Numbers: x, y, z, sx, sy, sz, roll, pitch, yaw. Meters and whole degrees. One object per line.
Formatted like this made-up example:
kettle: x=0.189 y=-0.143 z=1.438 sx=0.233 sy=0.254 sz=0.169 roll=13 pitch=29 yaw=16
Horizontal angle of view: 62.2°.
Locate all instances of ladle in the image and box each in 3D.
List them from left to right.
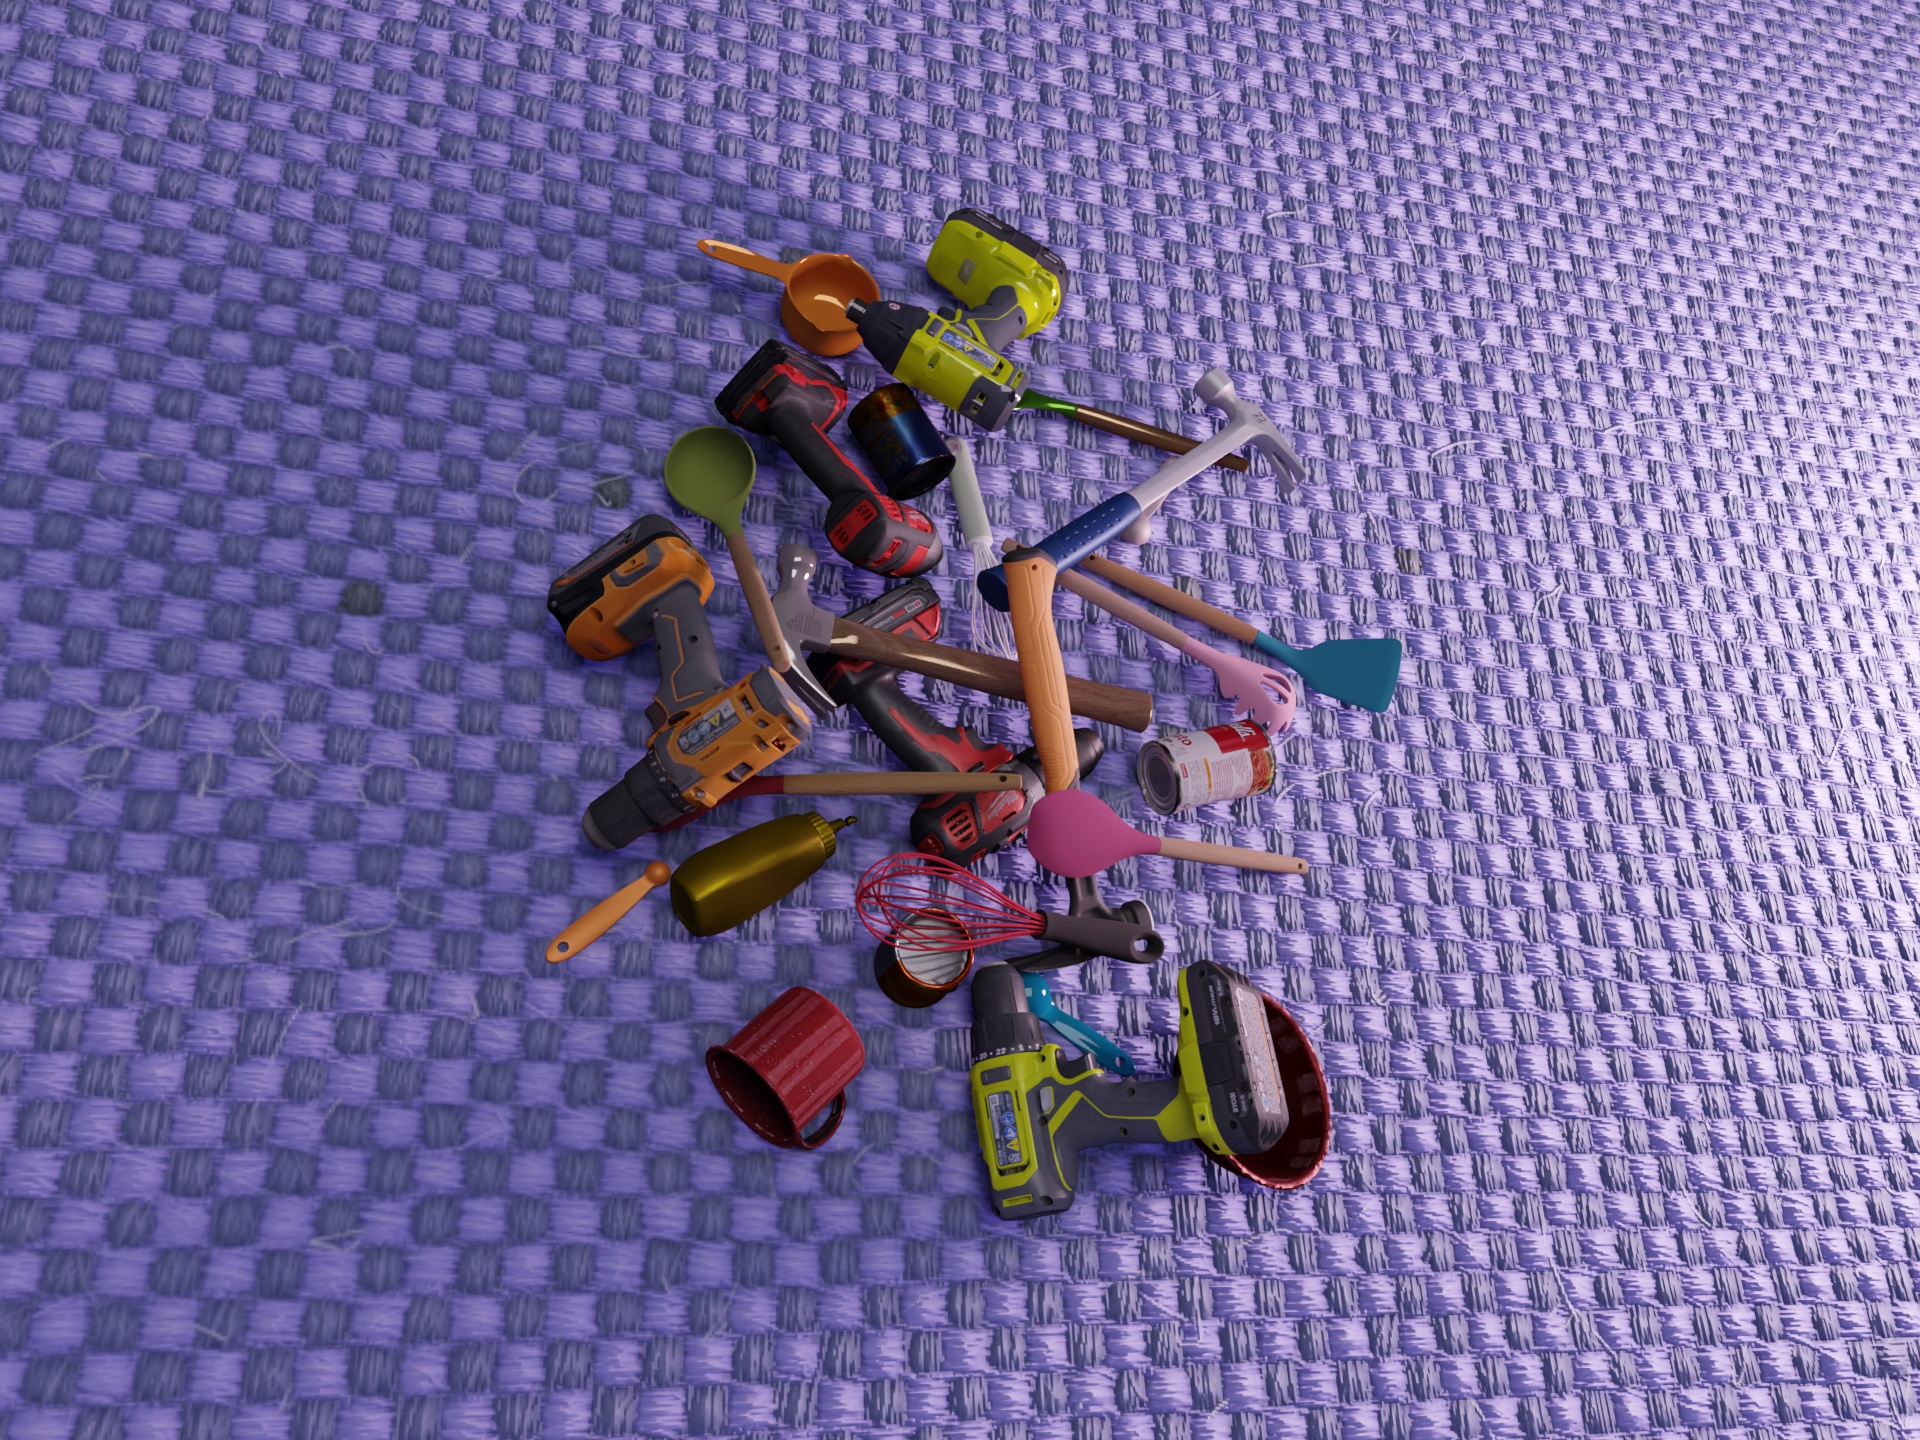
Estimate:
ladle: x=-0.176 y=-0.139 z=1.255 sx=0.078 sy=0.062 sz=0.321 roll=-21 pitch=39 yaw=-5
ladle: x=-0.110 y=0.051 z=1.228 sx=0.315 sy=0.031 sz=0.069 roll=-1 pitch=60 yaw=0

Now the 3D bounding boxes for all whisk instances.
whisk: x=0.019 y=-0.150 z=1.415 sx=0.058 sy=0.059 sz=0.247 roll=-21 pitch=64 yaw=15
whisk: x=0.044 y=0.153 z=1.213 sx=0.295 sy=0.073 sz=0.073 roll=15 pitch=60 yaw=-33

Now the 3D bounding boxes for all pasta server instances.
pasta server: x=0.172 y=-0.079 z=1.422 sx=0.316 sy=0.040 sz=0.060 roll=28 pitch=60 yaw=-10

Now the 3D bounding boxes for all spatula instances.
spatula: x=0.253 y=-0.094 z=1.468 sx=0.317 sy=0.044 sz=0.082 roll=23 pitch=64 yaw=-6

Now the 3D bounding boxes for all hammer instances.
hammer: x=0.003 y=-0.040 z=1.278 sx=0.331 sy=0.031 sz=0.130 roll=14 pitch=66 yaw=-17
hammer: x=0.070 y=0.031 z=1.262 sx=0.127 sy=0.034 sz=0.337 roll=-15 pitch=101 yaw=-23
hammer: x=0.165 y=-0.197 z=1.442 sx=0.144 sy=0.035 sz=0.405 roll=48 pitch=53 yaw=9

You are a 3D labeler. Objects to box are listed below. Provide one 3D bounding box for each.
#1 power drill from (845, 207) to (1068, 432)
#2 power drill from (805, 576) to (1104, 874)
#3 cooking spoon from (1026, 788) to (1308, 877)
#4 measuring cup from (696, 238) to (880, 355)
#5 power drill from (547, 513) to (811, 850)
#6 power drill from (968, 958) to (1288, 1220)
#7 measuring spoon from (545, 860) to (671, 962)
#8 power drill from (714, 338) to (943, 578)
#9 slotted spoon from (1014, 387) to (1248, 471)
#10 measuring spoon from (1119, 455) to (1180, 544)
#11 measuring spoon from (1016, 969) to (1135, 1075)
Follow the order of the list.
power drill: x=0.002 y=-0.375 z=1.460 sx=0.171 sy=0.080 sz=0.223 roll=30 pitch=46 yaw=-4
power drill: x=-0.002 y=-0.004 z=1.322 sx=0.188 sy=0.080 sz=0.227 roll=-31 pitch=82 yaw=-28
cooking spoon: x=0.177 y=0.105 z=1.303 sx=0.318 sy=0.017 sz=0.069 roll=11 pitch=83 yaw=-37
measuring cup: x=-0.162 y=-0.393 z=1.461 sx=0.173 sy=0.052 sz=0.095 roll=19 pitch=62 yaw=-8
power drill: x=-0.236 y=-0.025 z=1.210 sx=0.185 sy=0.084 sz=0.226 roll=-35 pitch=61 yaw=4
power drill: x=0.110 y=0.254 z=1.177 sx=0.080 sy=0.228 sz=0.191 roll=29 pitch=47 yaw=-57
measuring spoon: x=-0.264 y=0.143 z=1.197 sx=0.117 sy=0.011 sz=0.021 roll=-39 pitch=83 yaw=-29
power drill: x=-0.099 y=-0.209 z=1.338 sx=0.220 sy=0.078 sz=0.143 roll=53 pitch=19 yaw=20
slotted spoon: x=0.133 y=-0.287 z=1.523 sx=0.313 sy=0.031 sz=0.070 roll=15 pitch=45 yaw=-13
measuring spoon: x=0.186 y=-0.215 z=1.515 sx=0.034 sy=0.018 sz=0.124 roll=34 pitch=58 yaw=-1
measuring spoon: x=0.089 y=0.242 z=1.266 sx=0.128 sy=0.021 sz=0.042 roll=35 pitch=60 yaw=1
